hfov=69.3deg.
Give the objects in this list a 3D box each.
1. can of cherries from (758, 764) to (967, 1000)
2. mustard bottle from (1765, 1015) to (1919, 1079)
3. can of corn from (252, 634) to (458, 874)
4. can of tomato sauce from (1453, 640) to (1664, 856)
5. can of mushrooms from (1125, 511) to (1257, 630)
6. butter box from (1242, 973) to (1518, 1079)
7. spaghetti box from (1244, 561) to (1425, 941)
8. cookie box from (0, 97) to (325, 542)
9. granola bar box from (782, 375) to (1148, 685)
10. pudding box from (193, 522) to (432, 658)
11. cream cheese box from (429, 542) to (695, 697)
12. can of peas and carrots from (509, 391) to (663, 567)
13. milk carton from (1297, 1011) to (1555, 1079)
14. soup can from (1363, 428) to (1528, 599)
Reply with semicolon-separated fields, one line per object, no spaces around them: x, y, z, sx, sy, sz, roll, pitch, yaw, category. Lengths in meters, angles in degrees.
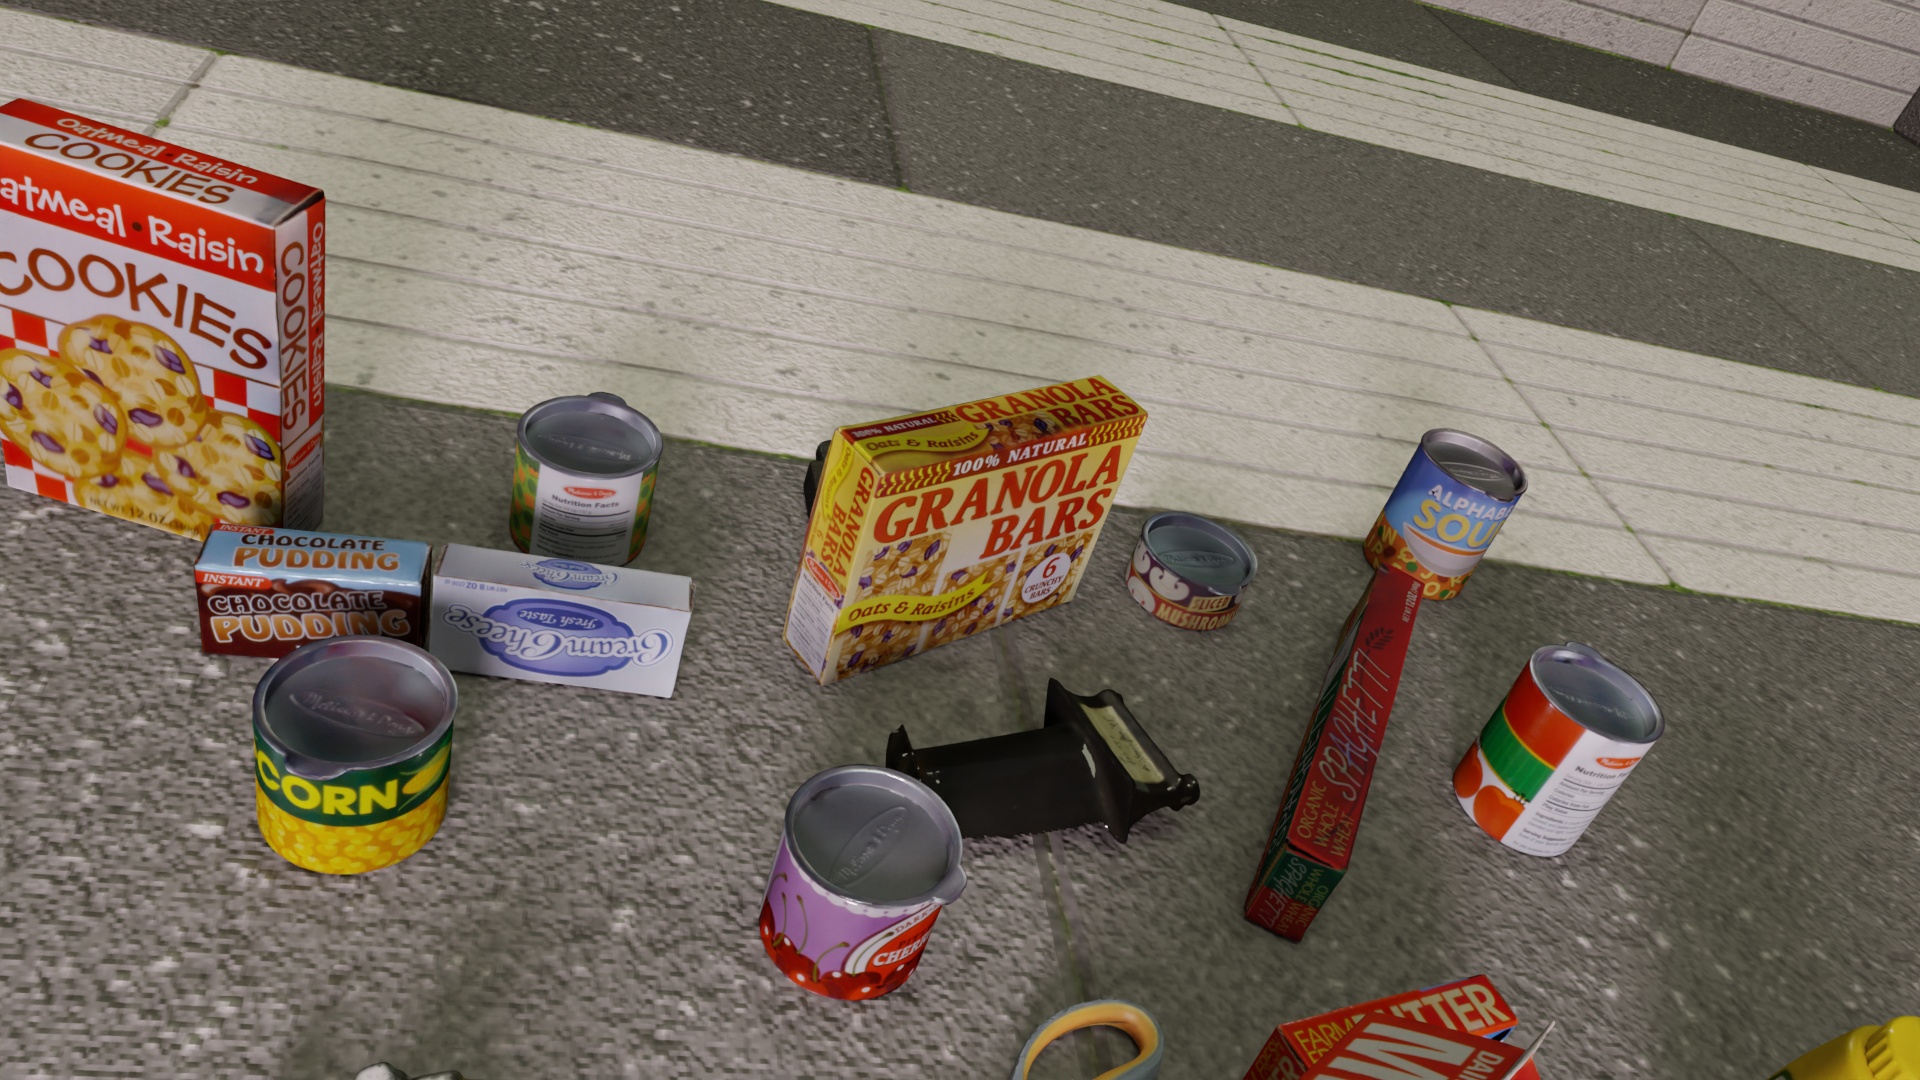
-0.036;0.129;0.517;0.071;0.058;0.072;12;35;-9;can of cherries
0.309;0.208;0.481;0.049;0.159;0.066;22;35;5;mustard bottle
-0.219;0.079;0.501;0.071;0.058;0.071;12;35;-9;can of corn
0.291;0.102;0.682;0.071;0.082;0.071;13;35;-9;can of tomato sauce
0.127;0.018;0.763;0.071;0.033;0.071;12;36;-9;can of mushrooms
0.155;0.195;0.520;0.104;0.052;0.024;-2;40;-27;butter box
0.187;0.092;0.677;0.029;0.049;0.251;27;36;11;spaghetti box
-0.330;-0.081;0.572;0.123;0.166;0.040;17;35;-3;cookie box
0.002;-0.008;0.663;0.166;0.123;0.039;-16;48;-39;granola bar box
-0.261;0.023;0.565;0.084;0.049;0.030;7;37;-17;pudding box
-0.168;0.035;0.588;0.104;0.053;0.024;9;36;-14;cream cheese box
-0.179;-0.029;0.664;0.071;0.058;0.071;12;35;-9;can of peas and carrots
0.097;0.199;0.370;0.072;0.189;0.073;-20;50;-42;milk carton
0.292;-0.014;0.839;0.071;0.083;0.072;13;35;-9;soup can
